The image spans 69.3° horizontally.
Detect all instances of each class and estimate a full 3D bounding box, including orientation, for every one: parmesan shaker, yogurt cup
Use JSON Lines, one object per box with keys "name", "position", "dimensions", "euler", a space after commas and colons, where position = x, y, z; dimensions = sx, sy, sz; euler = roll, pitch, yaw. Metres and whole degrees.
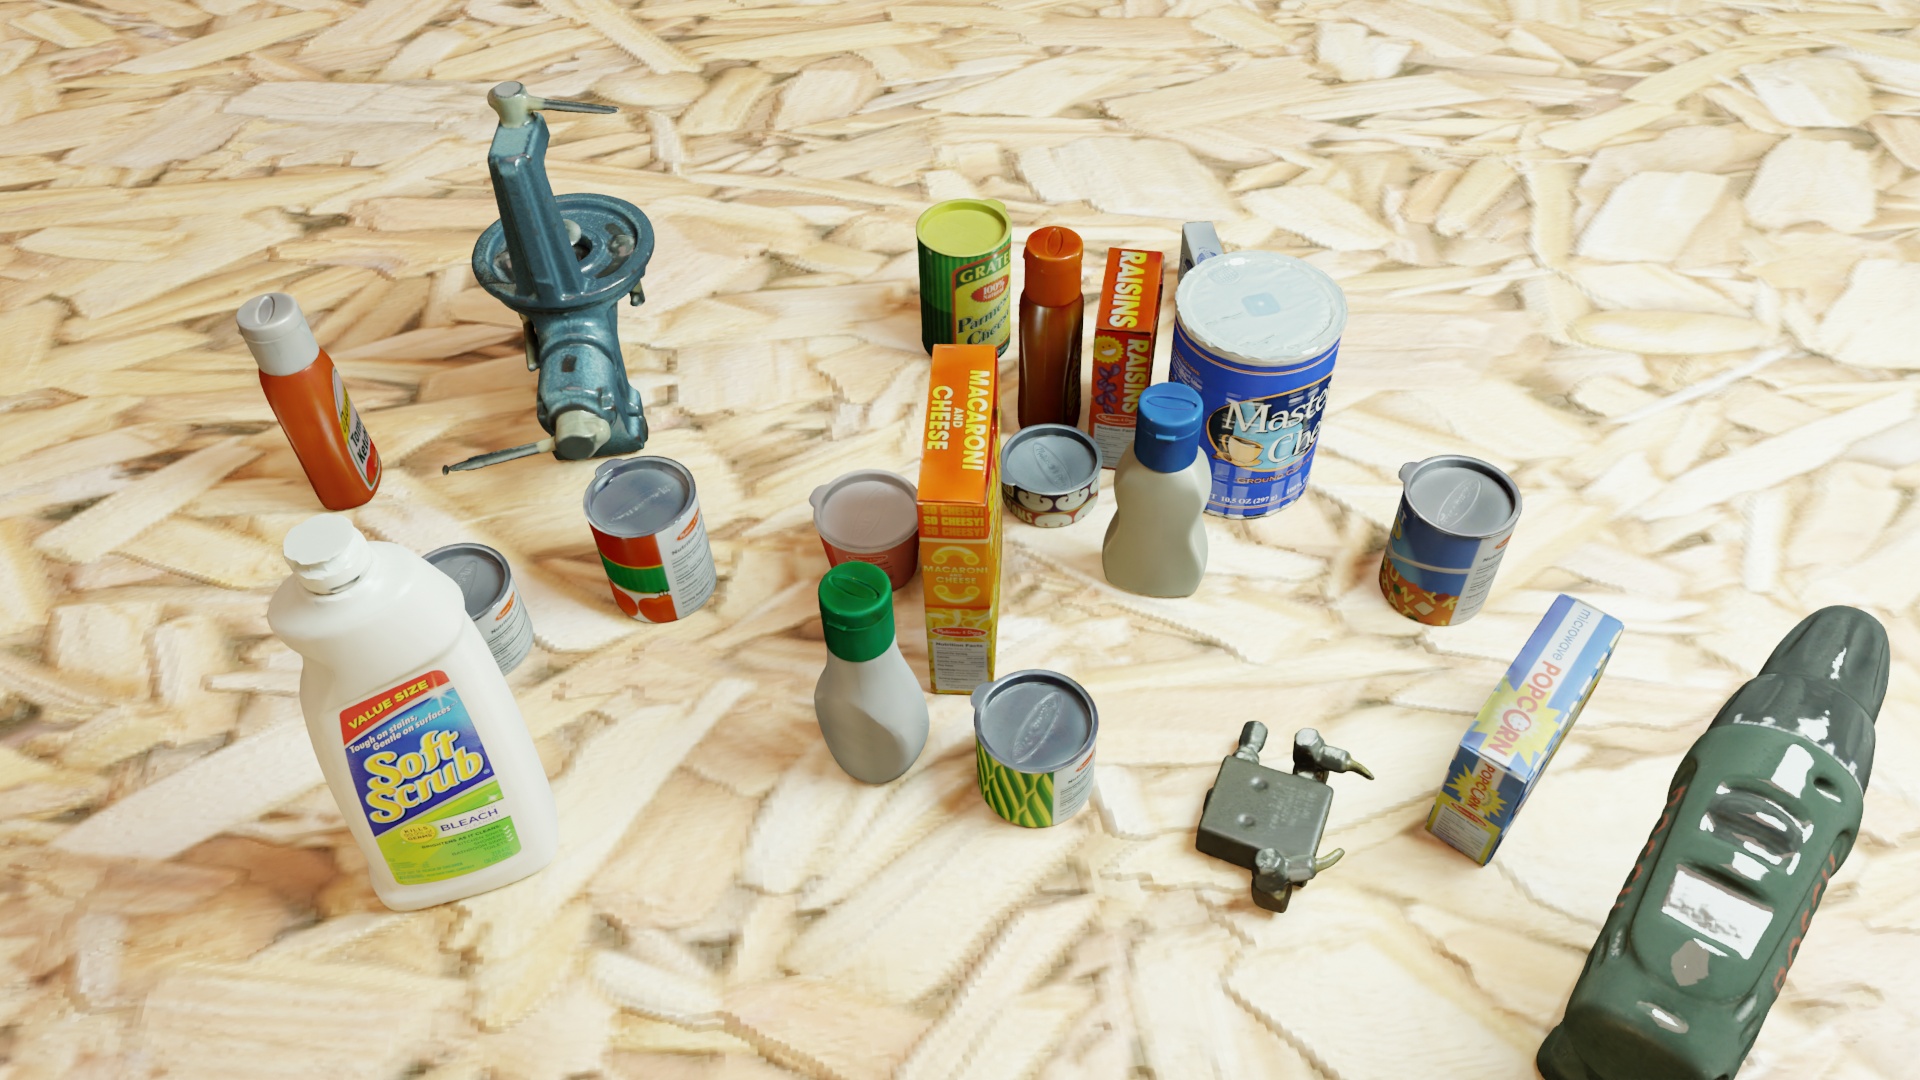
{"name": "parmesan shaker", "position": [0.006, -0.183, 0.990], "dimensions": [0.071, 0.102, 0.072], "euler": [-1, 48, 1]}
{"name": "yogurt cup", "position": [-0.055, -0.003, 0.864], "dimensions": [0.072, 0.053, 0.073], "euler": [-1, 48, 1]}

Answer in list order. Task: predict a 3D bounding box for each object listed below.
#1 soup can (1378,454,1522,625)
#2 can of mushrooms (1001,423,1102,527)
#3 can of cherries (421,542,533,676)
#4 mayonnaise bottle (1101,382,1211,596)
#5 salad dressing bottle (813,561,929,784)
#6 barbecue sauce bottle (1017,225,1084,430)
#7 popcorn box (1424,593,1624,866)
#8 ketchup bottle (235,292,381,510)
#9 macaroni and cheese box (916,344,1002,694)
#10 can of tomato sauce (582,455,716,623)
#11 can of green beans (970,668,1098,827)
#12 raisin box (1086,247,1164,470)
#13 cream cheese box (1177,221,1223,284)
{"name": "soup can", "position": [0.288, -0.001, 0.830], "dimensions": [0.071, 0.083, 0.072], "euler": [-1, 48, 1]}
{"name": "can of mushrooms", "position": [0.057, -0.042, 0.909], "dimensions": [0.071, 0.033, 0.071], "euler": [-1, 48, 1]}
{"name": "can of cherries", "position": [-0.296, 0.044, 0.828], "dimensions": [0.071, 0.058, 0.072], "euler": [-1, 48, 1]}
{"name": "mayonnaise bottle", "position": [0.118, -0.027, 0.817], "dimensions": [0.065, 0.147, 0.041], "euler": [9, 49, 10]}
{"name": "salad dressing bottle", "position": [-0.050, 0.072, 0.735], "dimensions": [0.064, 0.146, 0.044], "euler": [21, 52, 20]}
{"name": "barbecue sauce bottle", "position": [0.060, -0.137, 0.916], "dimensions": [0.044, 0.147, 0.065], "euler": [6, 49, 7]}
{"name": "popcorn box", "position": [0.300, 0.099, 0.740], "dimensions": [0.038, 0.084, 0.127], "euler": [30, 56, 26]}
{"name": "ketchup bottle", "position": [-0.417, -0.090, 0.891], "dimensions": [0.043, 0.148, 0.065], "euler": [-12, 49, -9]}
{"name": "macaroni and cheese box", "position": [0.003, -0.010, 0.793], "dimensions": [0.040, 0.165, 0.124], "euler": [1, 48, 4]}
{"name": "can of tomato sauce", "position": [-0.189, -0.001, 0.847], "dimensions": [0.071, 0.082, 0.071], "euler": [-1, 48, 1]}
{"name": "can of green beans", "position": [0.041, 0.113, 0.755], "dimensions": [0.071, 0.057, 0.071], "euler": [-1, 48, 1]}
{"name": "raisin box", "position": [0.108, -0.118, 0.915], "dimensions": [0.040, 0.122, 0.086], "euler": [7, 49, 8]}
{"name": "cream cheese box", "position": [0.181, -0.182, 1.016], "dimensions": [0.024, 0.053, 0.104], "euler": [-5, 48, -2]}
